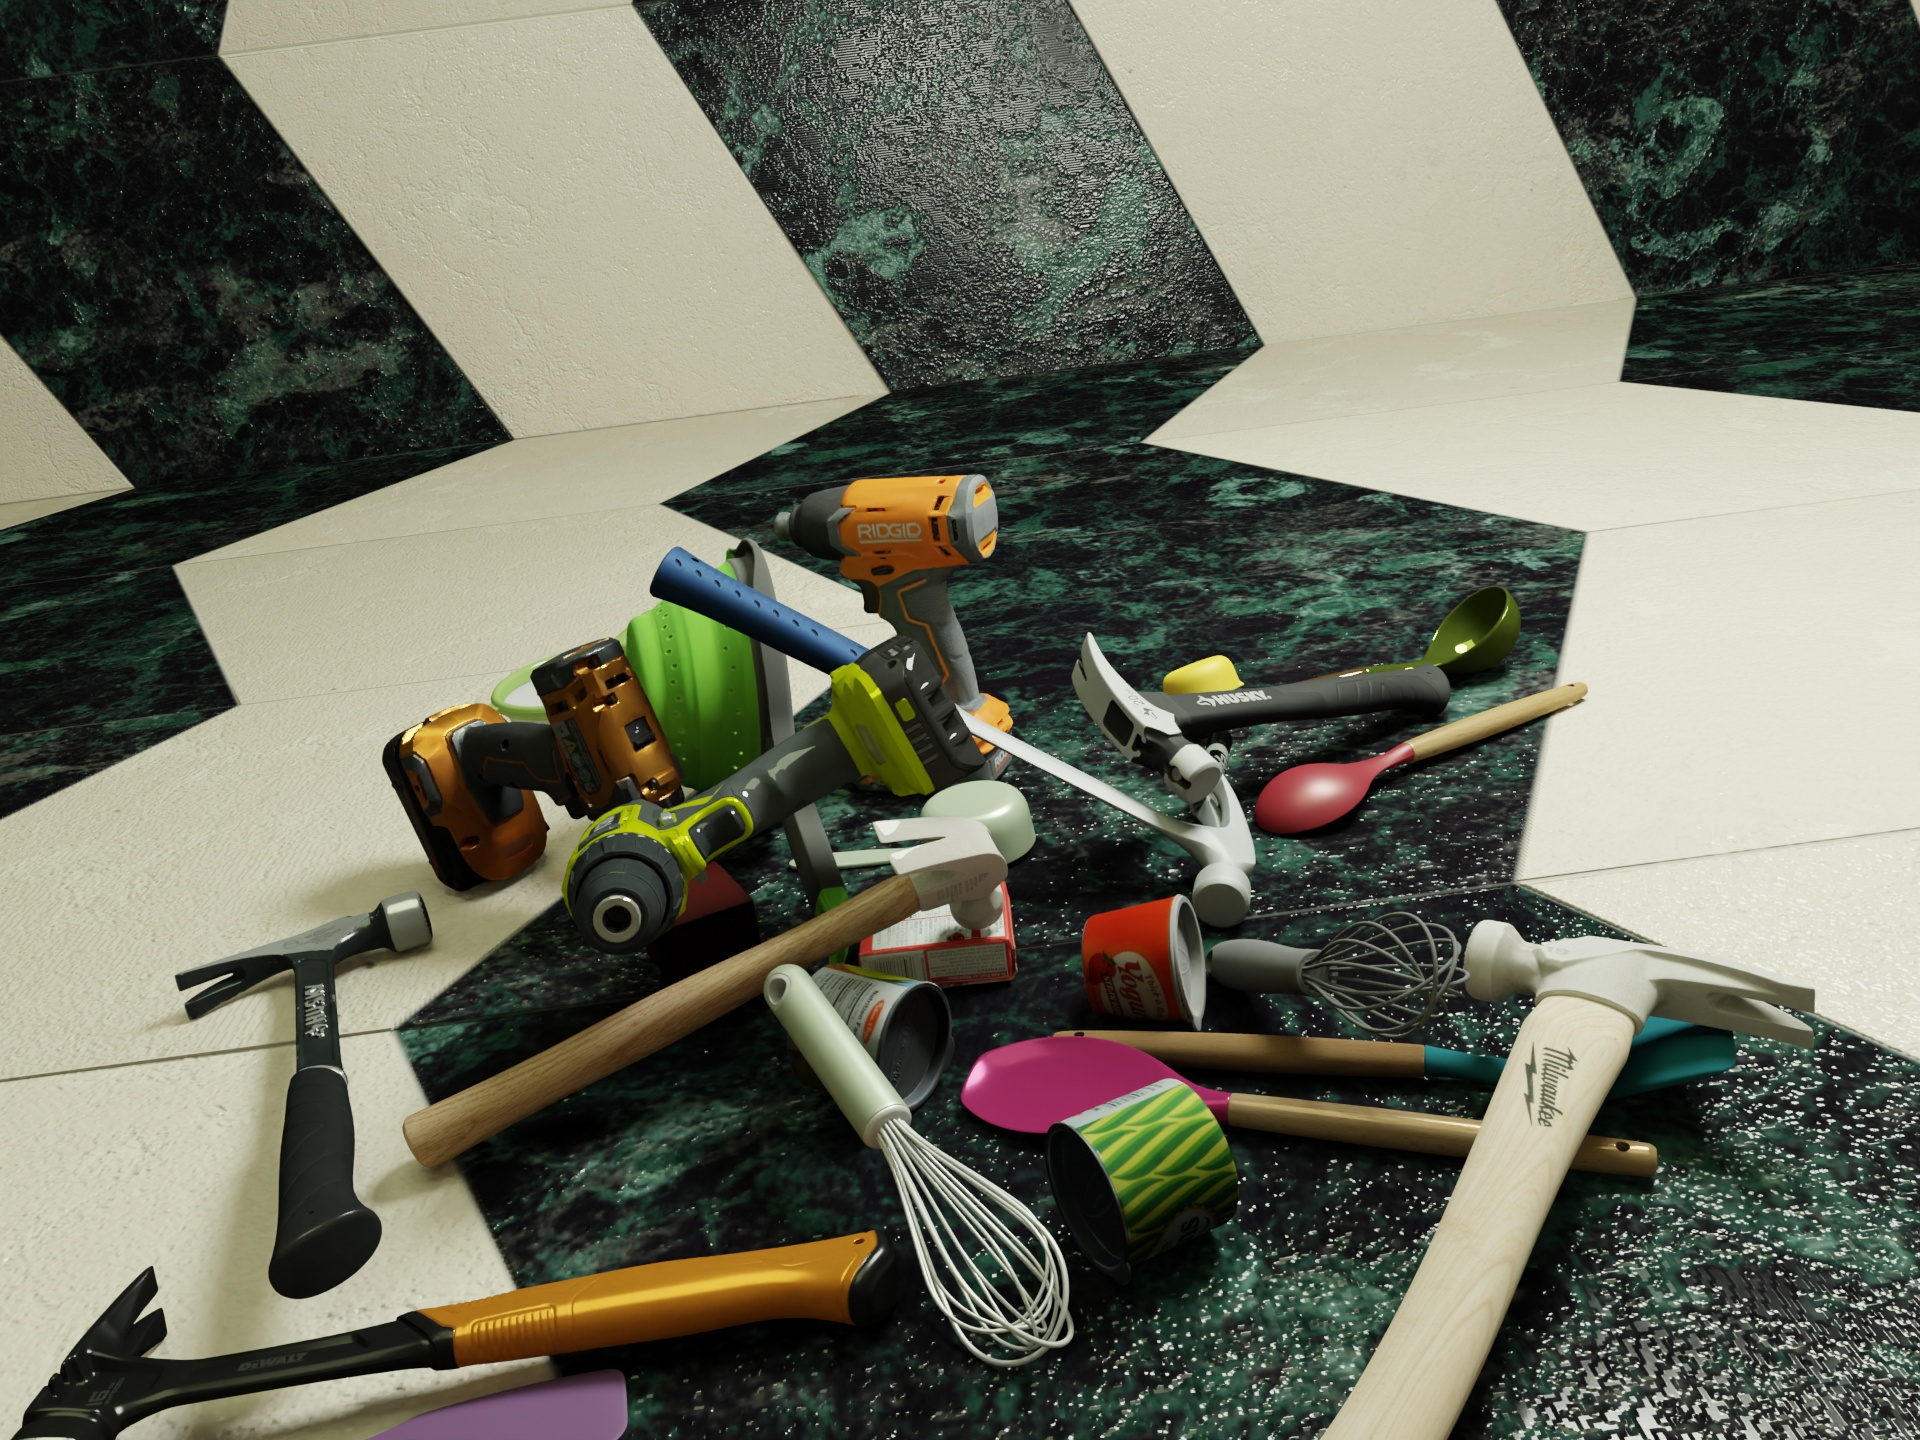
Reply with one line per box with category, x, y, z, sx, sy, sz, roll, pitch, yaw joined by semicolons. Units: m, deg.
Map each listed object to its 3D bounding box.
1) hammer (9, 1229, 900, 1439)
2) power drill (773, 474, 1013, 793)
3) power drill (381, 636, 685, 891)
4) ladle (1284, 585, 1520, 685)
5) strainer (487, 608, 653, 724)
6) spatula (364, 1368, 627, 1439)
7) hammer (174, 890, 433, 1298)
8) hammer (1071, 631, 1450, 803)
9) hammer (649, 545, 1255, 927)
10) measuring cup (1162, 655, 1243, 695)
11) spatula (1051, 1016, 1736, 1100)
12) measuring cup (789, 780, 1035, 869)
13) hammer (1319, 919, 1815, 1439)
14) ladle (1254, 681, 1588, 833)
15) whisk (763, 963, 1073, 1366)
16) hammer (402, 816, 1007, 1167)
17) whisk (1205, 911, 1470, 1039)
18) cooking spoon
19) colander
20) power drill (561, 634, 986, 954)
hammer;-0.194;0.248;0.657;0.337;0.034;0.127;-7;11;-6
power drill;-0.048;-0.065;1.156;0.164;0.226;0.084;1;23;21
power drill;-0.266;0.056;1.050;0.226;0.185;0.084;-15;12;39
ladle;0.286;-0.040;1.227;0.320;0.062;0.078;-14;9;-11
strainer;-0.297;-0.028;1.361;0.151;0.069;0.256;-5;21;11
spatula;-0.284;0.297;0.596;0.316;0.018;0.060;-10;17;-10
hammer;-0.342;0.183;0.833;0.149;0.036;0.409;-17;17;-18
hammer;0.225;-0.015;1.101;0.334;0.035;0.146;-6;38;-38
hammer;-0.002;-0.003;0.987;0.405;0.035;0.144;27;24;1
measuring cup;0.194;-0.039;1.250;0.062;0.029;0.156;-20;5;19
spatula;0.198;0.155;0.774;0.317;0.044;0.082;-1;25;17
measuring cup;-0.035;0.073;1.060;0.167;0.038;0.083;-7;21;4
hammer;0.198;0.207;0.590;0.146;0.038;0.411;7;32;37
ladle;0.331;0.017;1.109;0.315;0.031;0.069;-17;22;-28
whisk;-0.028;0.185;0.705;0.059;0.058;0.247;25;13;-43
hammer;-0.126;0.139;0.818;0.331;0.130;0.031;-26;63;-10
whisk;0.171;0.119;0.770;0.055;0.055;0.239;-13;-3;-16
cooking spoon;0.152;0.185;0.744;0.319;0.017;0.069;2;31;22
colander;-0.157;0.024;1.042;0.094;0.204;0.398;-6;35;-16
power drill;-0.106;0.045;0.846;0.228;0.080;0.190;-30;9;-6
